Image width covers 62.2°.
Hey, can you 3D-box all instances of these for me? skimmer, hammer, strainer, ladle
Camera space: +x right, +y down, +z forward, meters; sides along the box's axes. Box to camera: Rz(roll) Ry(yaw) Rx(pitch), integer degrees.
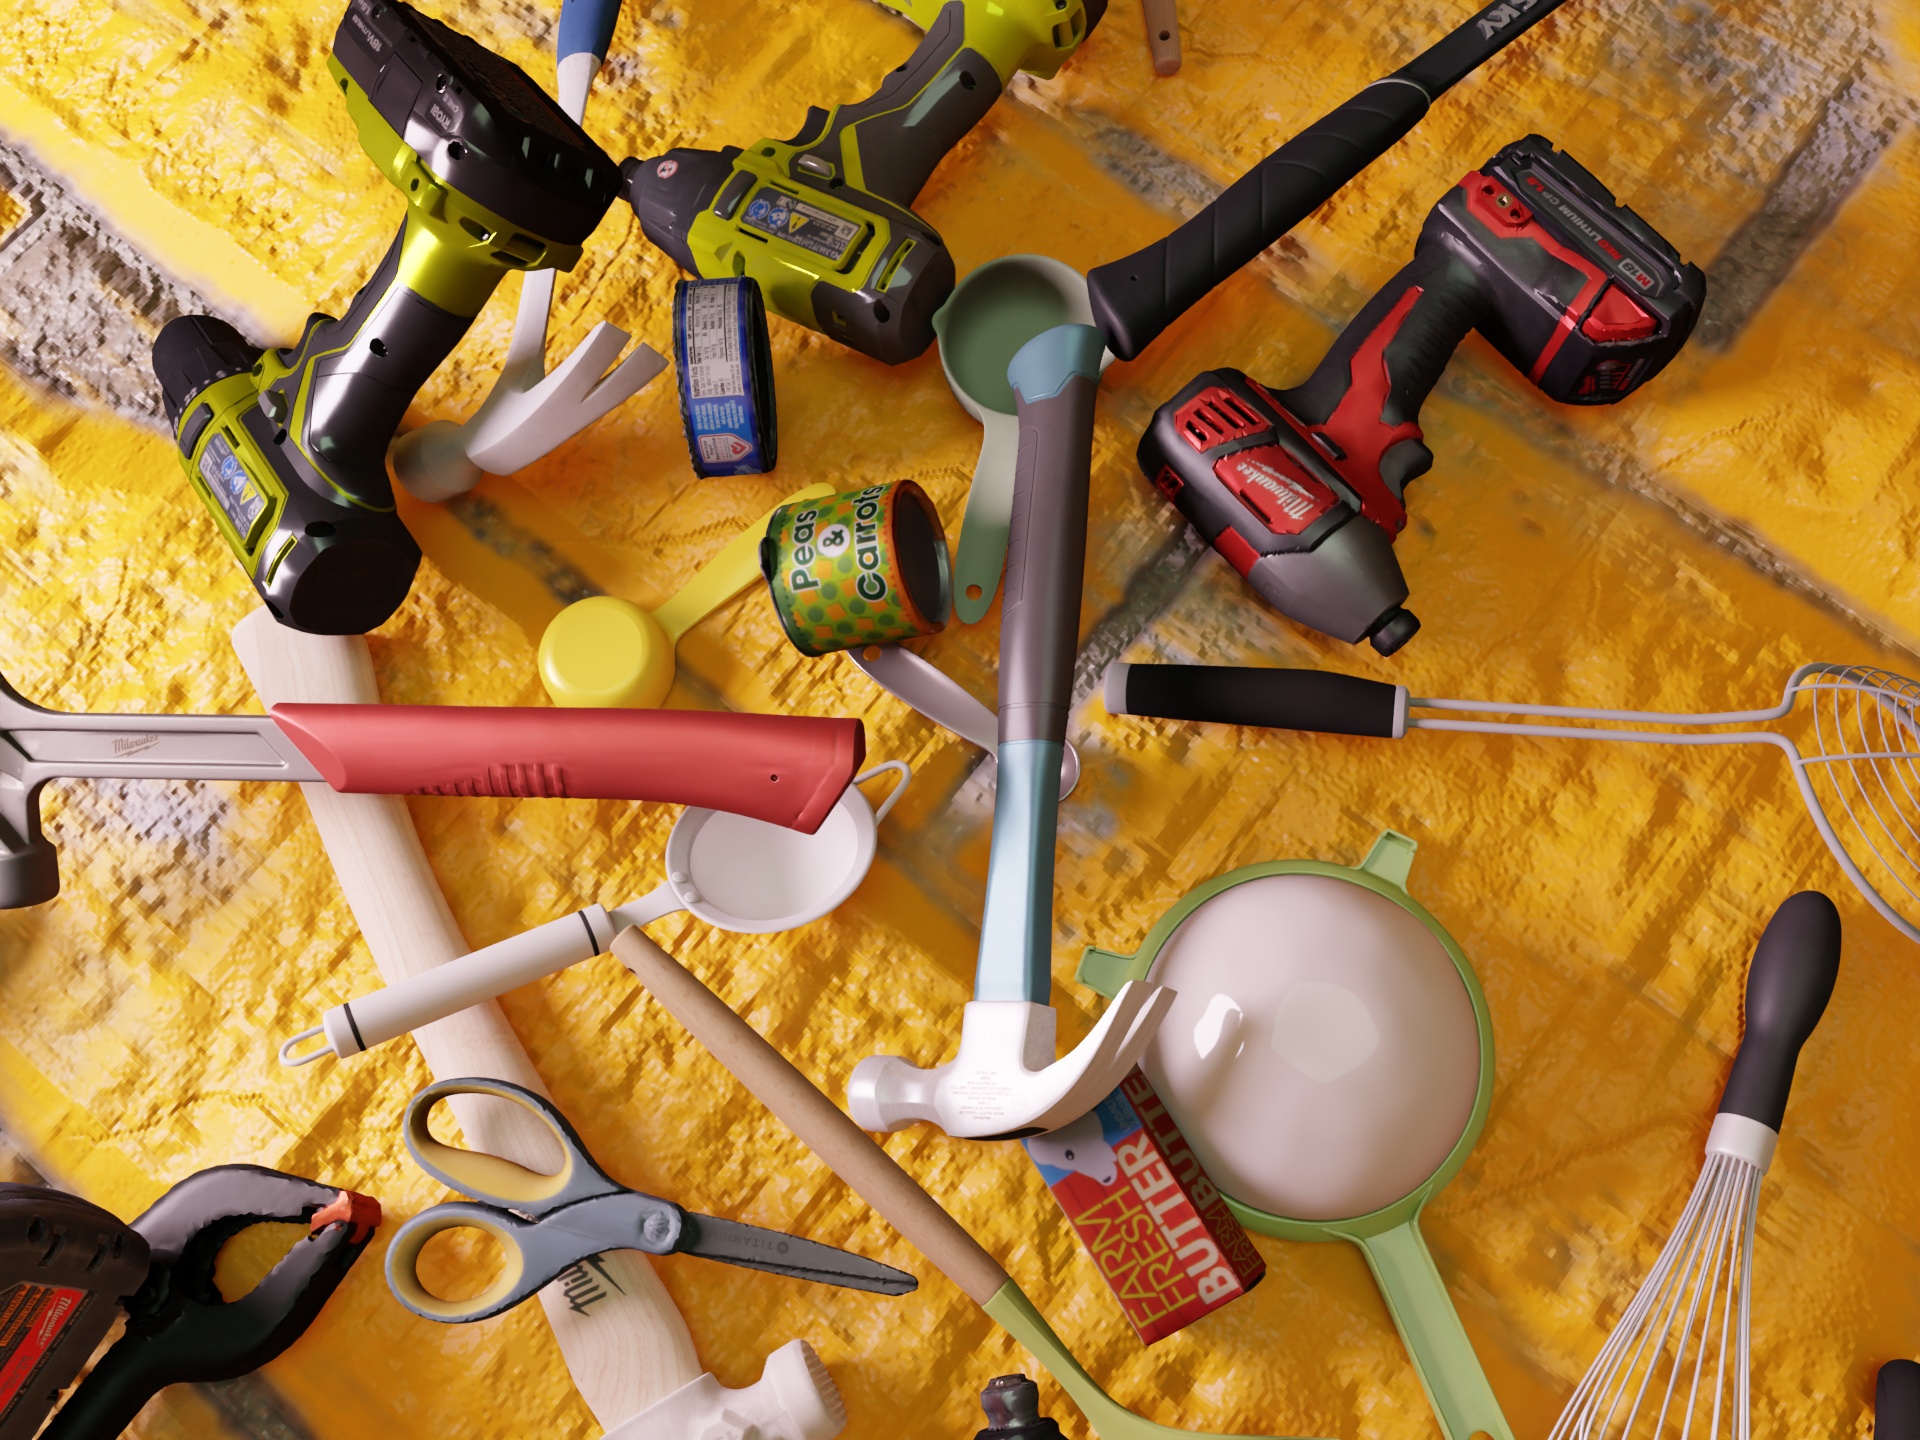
[{"bbox_3d":[0.241,0.021,0.653,0.363,0.090,0.127,5,50,15],"label":"skimmer"},{"bbox_3d":[-0.175,-0.299,0.745,0.144,0.035,0.406,-13,63,36],"label":"hammer"},{"bbox_3d":[0.214,-0.287,0.720,0.409,0.036,0.149,-40,63,-14],"label":"hammer"},{"bbox_3d":[0.155,0.168,0.593,0.151,0.069,0.256,-20,72,-4],"label":"strainer"},{"bbox_3d":[-0.134,0.079,0.622,0.258,0.050,0.087,-21,48,-20],"label":"strainer"},{"bbox_3d":[-0.217,0.002,0.617,0.359,0.037,0.149,1,99,3],"label":"hammer"},{"bbox_3d":[-0.207,0.130,0.636,0.146,0.038,0.411,-30,74,-6],"label":"hammer"},{"bbox_3d":[0.001,0.177,0.572,0.320,0.078,0.062,41,66,8],"label":"ladle"},{"bbox_3d":[0.028,-0.003,0.633,0.128,0.033,0.331,-6,71,35],"label":"hammer"}]

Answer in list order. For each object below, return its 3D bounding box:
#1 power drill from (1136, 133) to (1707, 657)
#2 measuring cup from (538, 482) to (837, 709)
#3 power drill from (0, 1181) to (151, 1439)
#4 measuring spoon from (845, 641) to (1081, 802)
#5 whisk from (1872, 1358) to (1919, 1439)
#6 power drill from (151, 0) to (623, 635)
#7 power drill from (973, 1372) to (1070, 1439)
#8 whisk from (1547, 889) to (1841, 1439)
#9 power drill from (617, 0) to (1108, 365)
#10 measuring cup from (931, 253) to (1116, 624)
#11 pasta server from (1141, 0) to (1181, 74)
[{"bbox_3d":[0.200,-0.134,0.685,0.219,0.078,0.143,-39,75,-7],"label":"power drill"},{"bbox_3d":[-0.116,-0.058,0.692,0.156,0.029,0.062,-40,76,-8],"label":"measuring cup"},{"bbox_3d":[-0.409,0.163,0.593,0.227,0.080,0.188,25,74,27],"label":"power drill"},{"bbox_3d":[-0.001,-0.002,0.683,0.124,0.018,0.034,35,77,19],"label":"measuring spoon"},{"bbox_3d":[0.322,0.371,0.533,0.073,0.073,0.296,9,68,5],"label":"whisk"},{"bbox_3d":[-0.256,-0.175,0.665,0.191,0.080,0.228,48,111,29],"label":"power drill"},{"bbox_3d":[-0.047,0.323,0.534,0.226,0.084,0.164,-5,72,-15],"label":"power drill"},{"bbox_3d":[0.281,0.187,0.592,0.070,0.070,0.285,24,70,9],"label":"whisk"},{"bbox_3d":[-0.045,-0.290,0.739,0.171,0.080,0.223,27,79,17],"label":"power drill"},{"bbox_3d":[0.020,-0.122,0.709,0.083,0.038,0.167,11,85,2],"label":"measuring cup"},{"bbox_3d":[0.084,-0.470,0.811,0.060,0.040,0.316,-9,73,12],"label":"pasta server"}]
